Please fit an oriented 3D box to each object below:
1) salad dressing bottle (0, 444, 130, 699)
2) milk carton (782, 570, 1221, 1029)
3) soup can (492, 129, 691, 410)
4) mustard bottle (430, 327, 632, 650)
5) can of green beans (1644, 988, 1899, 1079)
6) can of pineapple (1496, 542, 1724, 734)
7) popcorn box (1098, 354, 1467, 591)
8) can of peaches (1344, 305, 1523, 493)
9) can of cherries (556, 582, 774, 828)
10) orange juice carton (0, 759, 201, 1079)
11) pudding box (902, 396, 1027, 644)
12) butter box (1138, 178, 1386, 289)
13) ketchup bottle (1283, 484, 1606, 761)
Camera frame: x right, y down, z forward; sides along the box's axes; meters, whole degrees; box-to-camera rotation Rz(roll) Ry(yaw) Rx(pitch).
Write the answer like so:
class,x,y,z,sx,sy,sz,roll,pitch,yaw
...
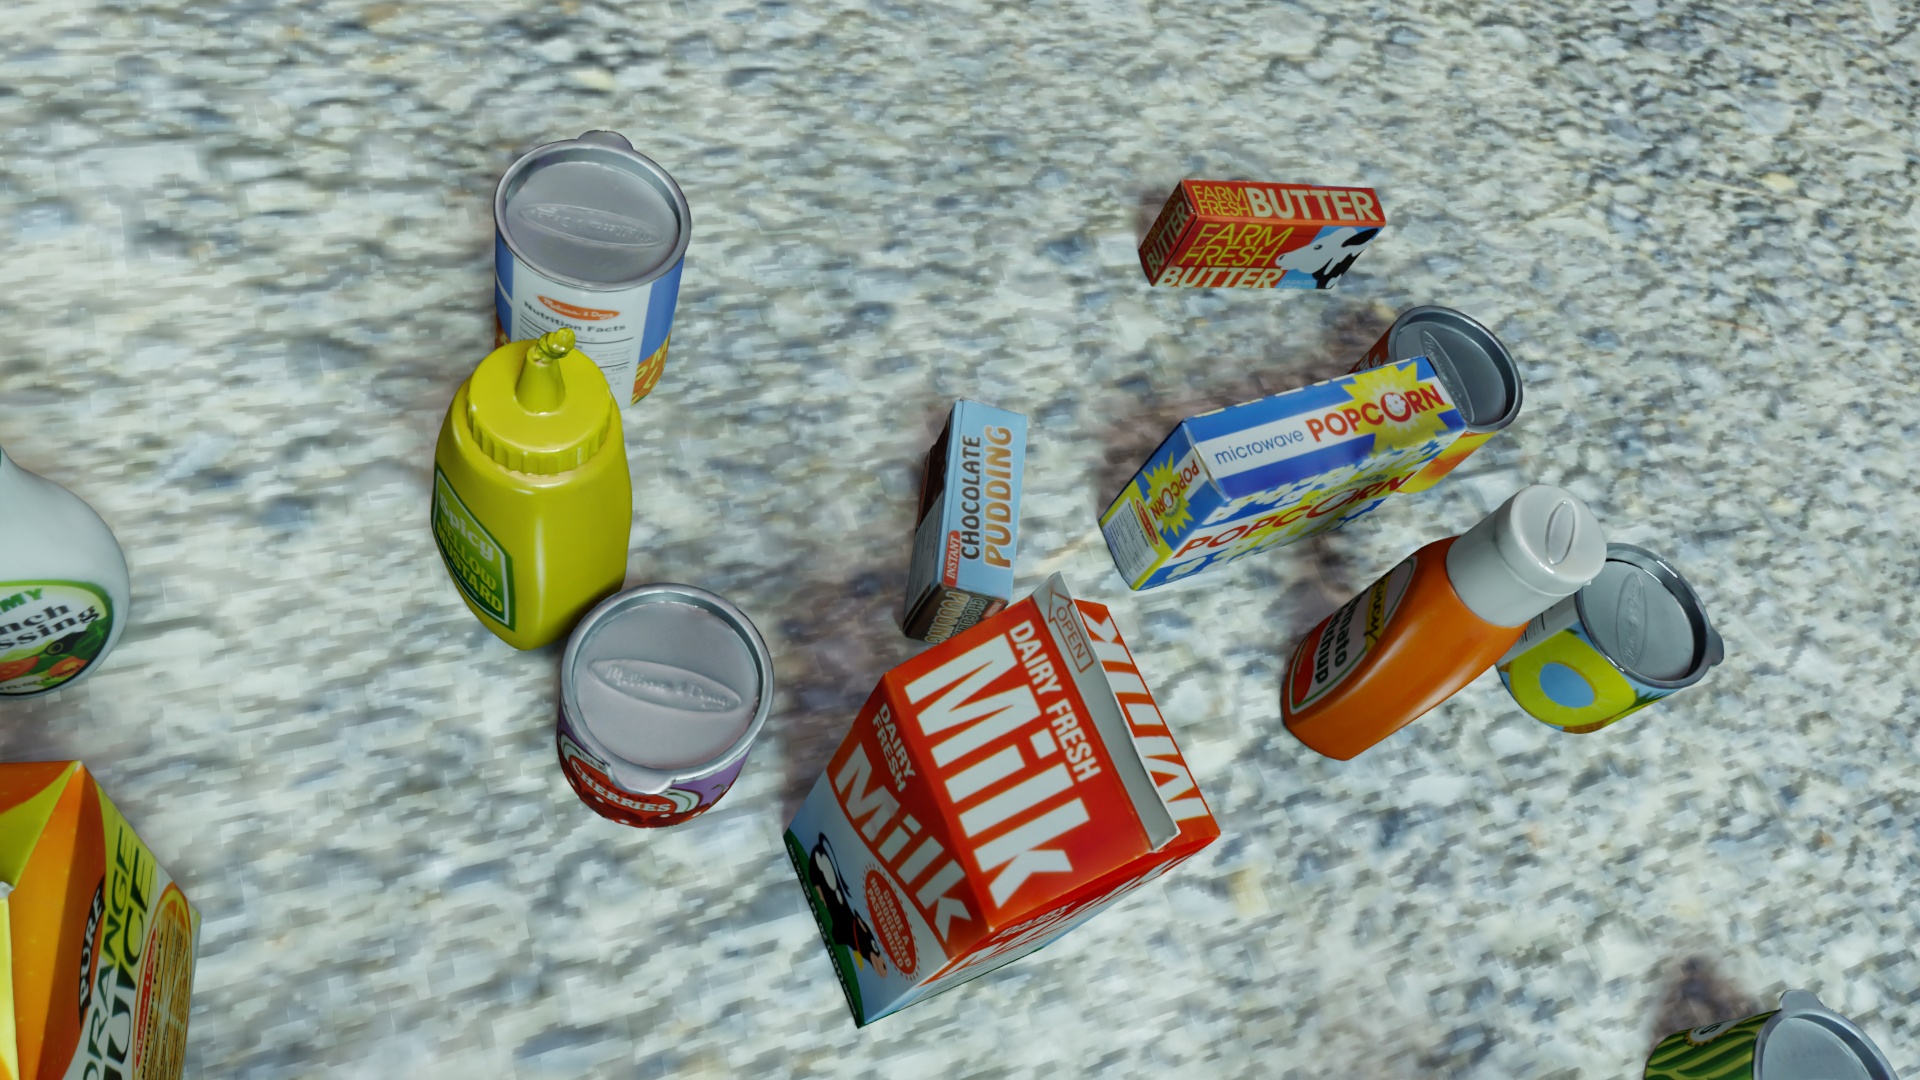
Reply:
class,x,y,z,sx,sy,sz,roll,pitch,yaw
salad dressing bottle,-0.272,-0.002,0.378,0.064,0.147,0.044,-16,69,-25
milk carton,0.009,0.080,0.404,0.074,0.189,0.072,-15,69,-25
soup can,-0.137,-0.096,0.513,0.071,0.083,0.071,8,61,-15
mustard bottle,-0.132,-0.020,0.428,0.049,0.159,0.065,-36,79,-30
can of green beans,0.298,0.209,0.510,0.071,0.057,0.071,8,61,-15
can of pineapple,0.273,0.044,0.591,0.071,0.057,0.071,8,61,-15
popcorn box,0.129,-0.027,0.564,0.127,0.084,0.038,-16,69,-25
can of peaches,0.205,-0.062,0.625,0.071,0.057,0.071,8,61,-15
can of cherries,-0.100,0.058,0.457,0.071,0.058,0.072,8,61,-15
orange juice carton,-0.229,0.101,0.311,0.072,0.191,0.073,1,63,-18
pudding box,0.002,-0.007,0.531,0.030,0.049,0.084,13,60,-12
butter box,0.141,-0.142,0.649,0.104,0.053,0.024,-3,64,-20
ketchup bottle,0.174,0.030,0.511,0.043,0.148,0.065,29,58,-2
